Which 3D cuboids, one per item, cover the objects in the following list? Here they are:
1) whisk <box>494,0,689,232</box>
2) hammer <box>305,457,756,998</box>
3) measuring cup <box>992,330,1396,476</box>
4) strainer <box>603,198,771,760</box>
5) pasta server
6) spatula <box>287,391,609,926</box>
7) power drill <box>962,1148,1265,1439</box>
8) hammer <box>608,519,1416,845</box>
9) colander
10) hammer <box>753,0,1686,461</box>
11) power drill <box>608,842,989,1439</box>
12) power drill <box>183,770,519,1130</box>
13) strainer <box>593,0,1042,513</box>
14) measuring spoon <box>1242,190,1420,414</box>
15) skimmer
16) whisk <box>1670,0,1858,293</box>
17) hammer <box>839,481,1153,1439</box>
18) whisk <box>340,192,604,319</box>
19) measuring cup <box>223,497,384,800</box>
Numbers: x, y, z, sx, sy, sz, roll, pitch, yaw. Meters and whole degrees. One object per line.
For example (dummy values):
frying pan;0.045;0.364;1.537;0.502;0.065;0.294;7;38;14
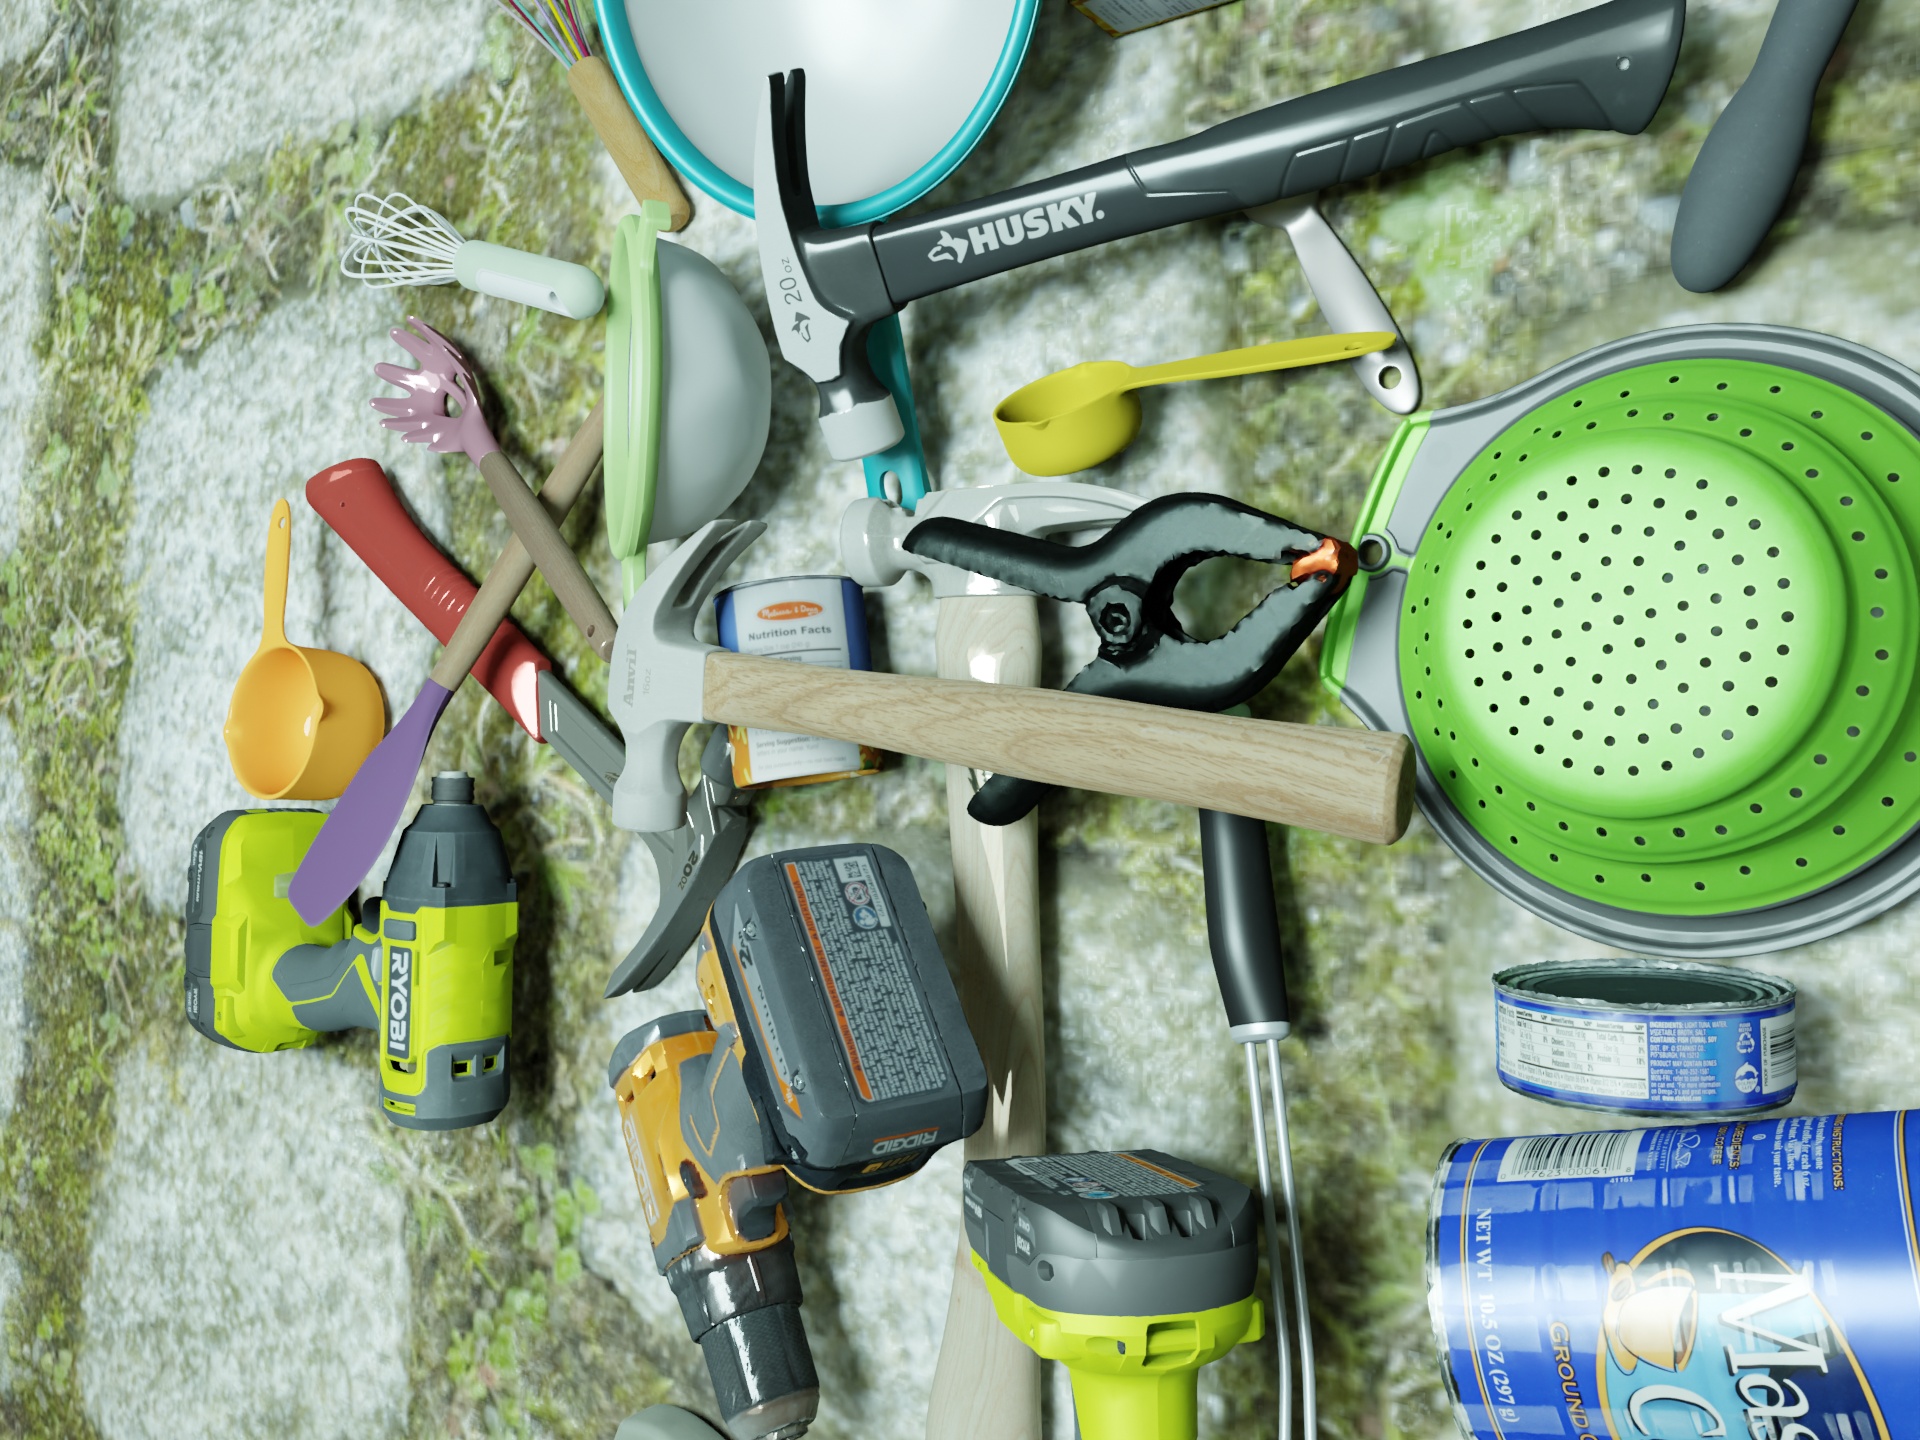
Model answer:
whisk;-0.197;-0.342;0.807;0.245;0.051;0.047;59;139;16
hammer;-0.240;-0.023;0.825;0.359;0.036;0.149;40;110;28
measuring cup;0.087;-0.120;0.600;0.156;0.062;0.029;-4;121;27
strainer;-0.120;-0.093;0.713;0.151;0.069;0.256;-171;80;-73
pasta server;-0.226;-0.115;0.771;0.060;0.040;0.317;-59;43;17
spatula;-0.240;-0.039;0.782;0.060;0.018;0.316;28;87;44
power drill;0.047;0.271;0.547;0.190;0.080;0.228;152;117;-75
hammer;-0.001;-0.002;0.578;0.331;0.031;0.130;8;99;32
colander;0.273;-0.001;0.437;0.397;0.094;0.204;22;101;33
hammer;0.078;-0.198;0.567;0.335;0.035;0.146;-9;112;23
power drill;-0.072;0.175;0.637;0.226;0.084;0.186;-54;49;46
power drill;-0.316;0.110;0.836;0.223;0.080;0.171;0;89;38
strainer;-0.033;-0.253;0.669;0.211;0.095;0.340;0;110;30
measuring spoon;0.134;-0.165;0.583;0.034;0.018;0.124;-34;71;29
skimmer;0.130;0.174;0.571;0.127;0.090;0.363;-19;68;40
whisk;0.276;-0.267;0.471;0.070;0.070;0.284;29;109;31
hammer;0.024;0.111;0.637;0.146;0.038;0.410;-1;90;26
whisk;-0.252;-0.232;0.809;0.246;0.057;0.059;25;66;42
measuring cup;-0.369;-0.039;0.906;0.095;0.052;0.174;-11;76;34
